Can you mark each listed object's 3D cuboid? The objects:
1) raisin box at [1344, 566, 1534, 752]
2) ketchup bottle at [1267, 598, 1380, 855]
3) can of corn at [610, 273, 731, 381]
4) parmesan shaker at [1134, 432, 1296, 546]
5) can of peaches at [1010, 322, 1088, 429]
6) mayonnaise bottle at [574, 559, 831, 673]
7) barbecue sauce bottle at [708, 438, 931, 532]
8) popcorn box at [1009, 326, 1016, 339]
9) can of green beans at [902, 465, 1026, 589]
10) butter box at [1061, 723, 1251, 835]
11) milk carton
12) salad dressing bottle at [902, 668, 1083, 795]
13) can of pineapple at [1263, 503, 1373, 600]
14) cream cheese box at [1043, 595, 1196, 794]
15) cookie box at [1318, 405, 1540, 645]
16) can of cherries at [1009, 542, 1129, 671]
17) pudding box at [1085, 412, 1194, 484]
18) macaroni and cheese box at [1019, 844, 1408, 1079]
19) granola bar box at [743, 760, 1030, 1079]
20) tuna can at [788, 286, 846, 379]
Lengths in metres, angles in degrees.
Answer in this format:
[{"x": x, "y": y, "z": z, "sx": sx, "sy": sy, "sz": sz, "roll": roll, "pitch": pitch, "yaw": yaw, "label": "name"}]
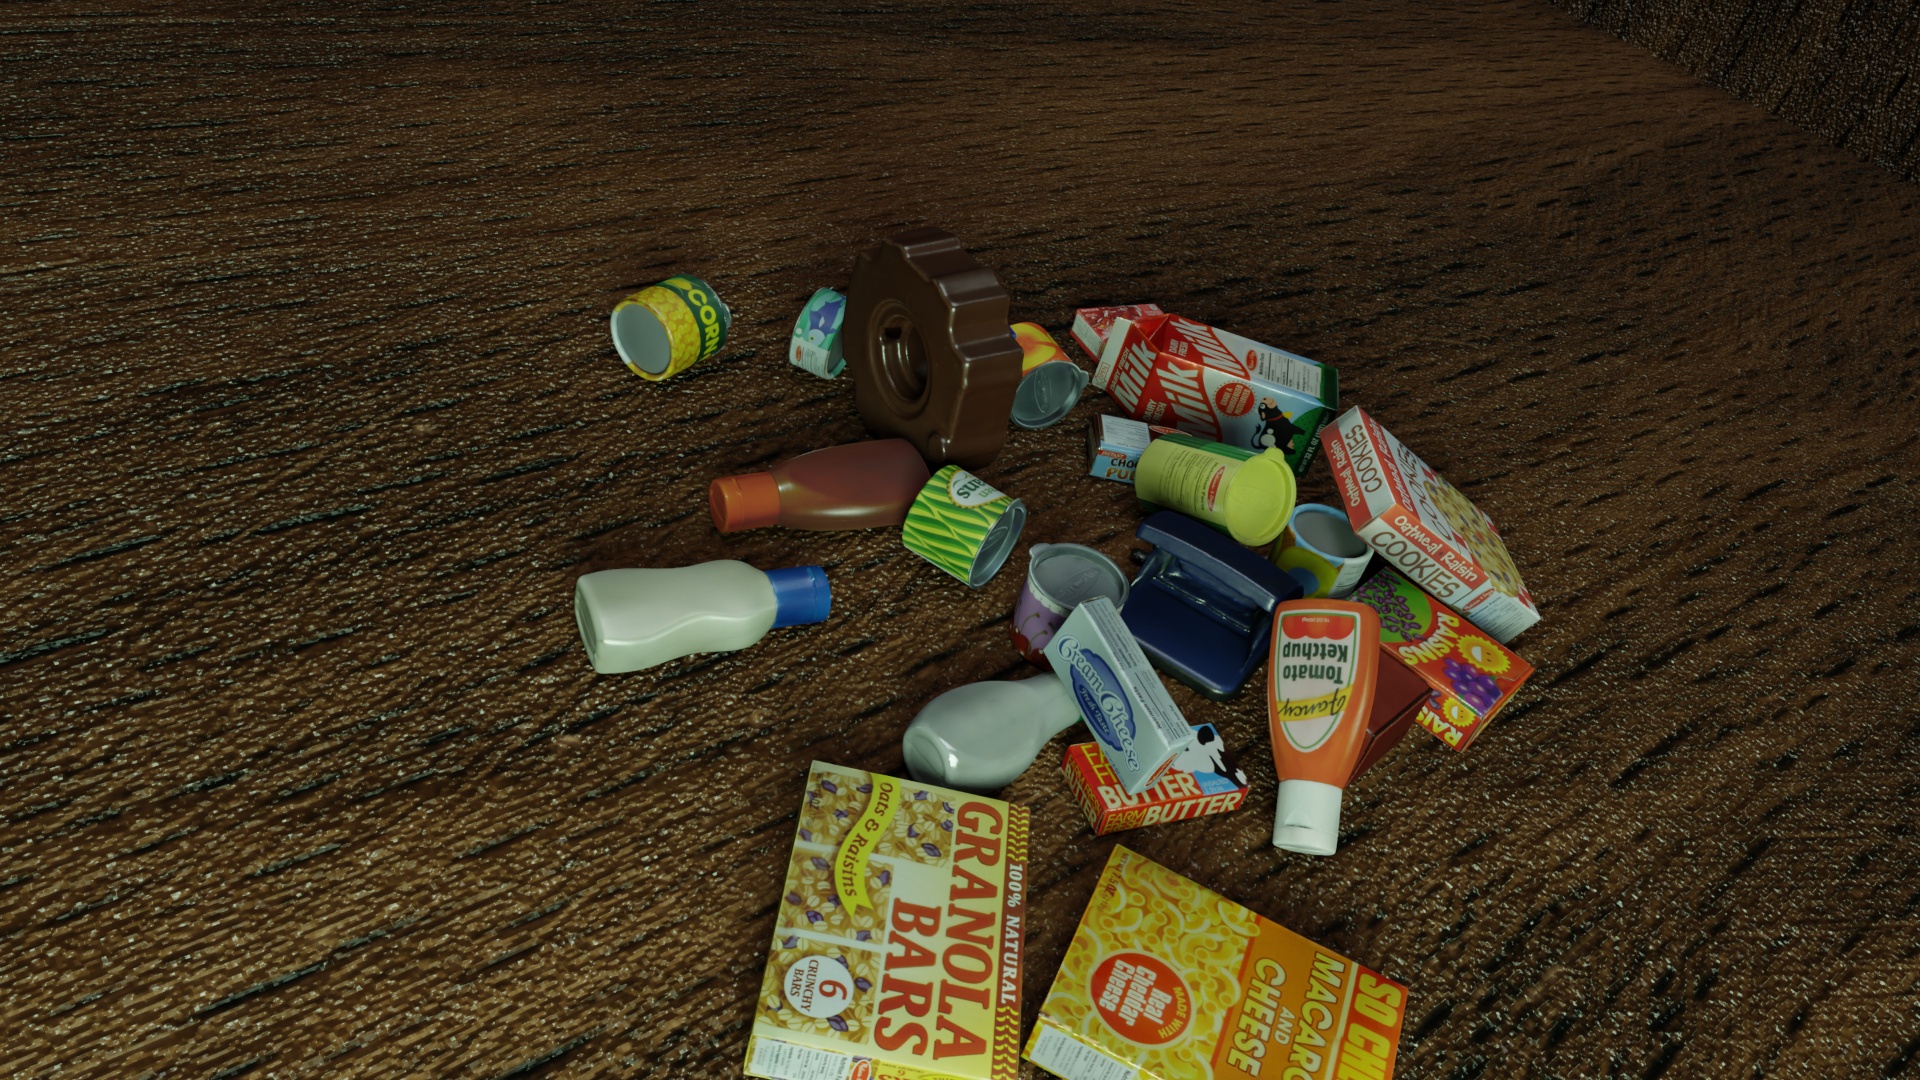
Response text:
[{"x": 0.322, "y": 0.080, "z": 0.967, "sx": 0.123, "sy": 0.039, "sz": 0.086, "roll": 39, "pitch": 42, "yaw": 24, "label": "raisin box"}, {"x": 0.214, "y": 0.111, "z": 0.832, "sx": 0.064, "sy": 0.043, "sz": 0.149, "roll": 0, "pitch": 69, "yaw": 30, "label": "ketchup bottle"}, {"x": -0.216, "y": -0.159, "z": 1.037, "sx": 0.071, "sy": 0.070, "sz": 0.058, "roll": 32, "pitch": 41, "yaw": 18, "label": "can of corn"}, {"x": 0.185, "y": -0.042, "z": 1.010, "sx": 0.071, "sy": 0.071, "sz": 0.103, "roll": -9, "pitch": 17, "yaw": -29, "label": "parmesan shaker"}, {"x": 0.057, "y": -0.132, "z": 1.106, "sx": 0.071, "sy": 0.070, "sz": 0.058, "roll": -8, "pitch": 44, "yaw": -28, "label": "can of peaches"}, {"x": -0.153, "y": 0.041, "z": 0.840, "sx": 0.148, "sy": 0.041, "sz": 0.065, "roll": -6, "pitch": 45, "yaw": -28, "label": "mayonnaise bottle"}, {"x": -0.095, "y": -0.034, "z": 0.949, "sx": 0.149, "sy": 0.043, "sz": 0.065, "roll": -9, "pitch": 51, "yaw": -29, "label": "barbecue sauce bottle"}, {"x": -0.008, "y": -0.161, "z": 1.102, "sx": 0.038, "sy": 0.084, "sz": 0.127, "roll": -6, "pitch": 43, "yaw": -28, "label": "popcorn box"}, {"x": 0.002, "y": -0.010, "z": 0.937, "sx": 0.058, "sy": 0.071, "sz": 0.071, "roll": 31, "pitch": 40, "yaw": 18, "label": "can of green beans"}, {"x": 0.116, "y": 0.141, "z": 0.828, "sx": 0.104, "sy": 0.024, "sz": 0.053, "roll": -5, "pitch": 42, "yaw": -25, "label": "butter box"}, {"x": 0.209, "y": -0.127, "z": 1.152, "sx": 0.191, "sy": 0.072, "sz": 0.074, "roll": 19, "pitch": 38, "yaw": 1, "label": "milk carton"}, {"x": 0.035, "y": 0.106, "z": 0.827, "sx": 0.148, "sy": 0.043, "sz": 0.064, "roll": -19, "pitch": 51, "yaw": -39, "label": "salad dressing bottle"}, {"x": 0.257, "y": 0.014, "z": 1.008, "sx": 0.071, "sy": 0.057, "sz": 0.071, "roll": 10, "pitch": 39, "yaw": -8, "label": "can of pineapple"}, {"x": 0.091, "y": 0.088, "z": 0.803, "sx": 0.024, "sy": 0.053, "sz": 0.104, "roll": -10, "pitch": 56, "yaw": -35, "label": "cream cheese box"}, {"x": 0.345, "y": -0.011, "z": 1.031, "sx": 0.167, "sy": 0.040, "sz": 0.123, "roll": 33, "pitch": 31, "yaw": -24, "label": "cookie box"}, {"x": 0.068, "y": 0.043, "z": 0.904, "sx": 0.071, "sy": 0.058, "sz": 0.072, "roll": 10, "pitch": 39, "yaw": -8, "label": "can of cherries"}, {"x": 0.142, "y": -0.068, "z": 1.089, "sx": 0.084, "sy": 0.030, "sz": 0.050, "roll": 11, "pitch": 37, "yaw": -8, "label": "pudding box"}, {"x": 0.130, "y": 0.242, "z": 0.699, "sx": 0.166, "sy": 0.040, "sz": 0.124, "roll": 25, "pitch": 39, "yaw": 11, "label": "macaroni and cheese box"}, {"x": -0.031, "y": 0.196, "z": 0.696, "sx": 0.124, "sy": 0.038, "sz": 0.166, "roll": 13, "pitch": 38, "yaw": -4, "label": "granola bar box"}, {"x": -0.103, "y": -0.163, "z": 1.083, "sx": 0.033, "sy": 0.070, "sz": 0.071, "roll": 26, "pitch": 39, "yaw": 9, "label": "tuna can"}]
